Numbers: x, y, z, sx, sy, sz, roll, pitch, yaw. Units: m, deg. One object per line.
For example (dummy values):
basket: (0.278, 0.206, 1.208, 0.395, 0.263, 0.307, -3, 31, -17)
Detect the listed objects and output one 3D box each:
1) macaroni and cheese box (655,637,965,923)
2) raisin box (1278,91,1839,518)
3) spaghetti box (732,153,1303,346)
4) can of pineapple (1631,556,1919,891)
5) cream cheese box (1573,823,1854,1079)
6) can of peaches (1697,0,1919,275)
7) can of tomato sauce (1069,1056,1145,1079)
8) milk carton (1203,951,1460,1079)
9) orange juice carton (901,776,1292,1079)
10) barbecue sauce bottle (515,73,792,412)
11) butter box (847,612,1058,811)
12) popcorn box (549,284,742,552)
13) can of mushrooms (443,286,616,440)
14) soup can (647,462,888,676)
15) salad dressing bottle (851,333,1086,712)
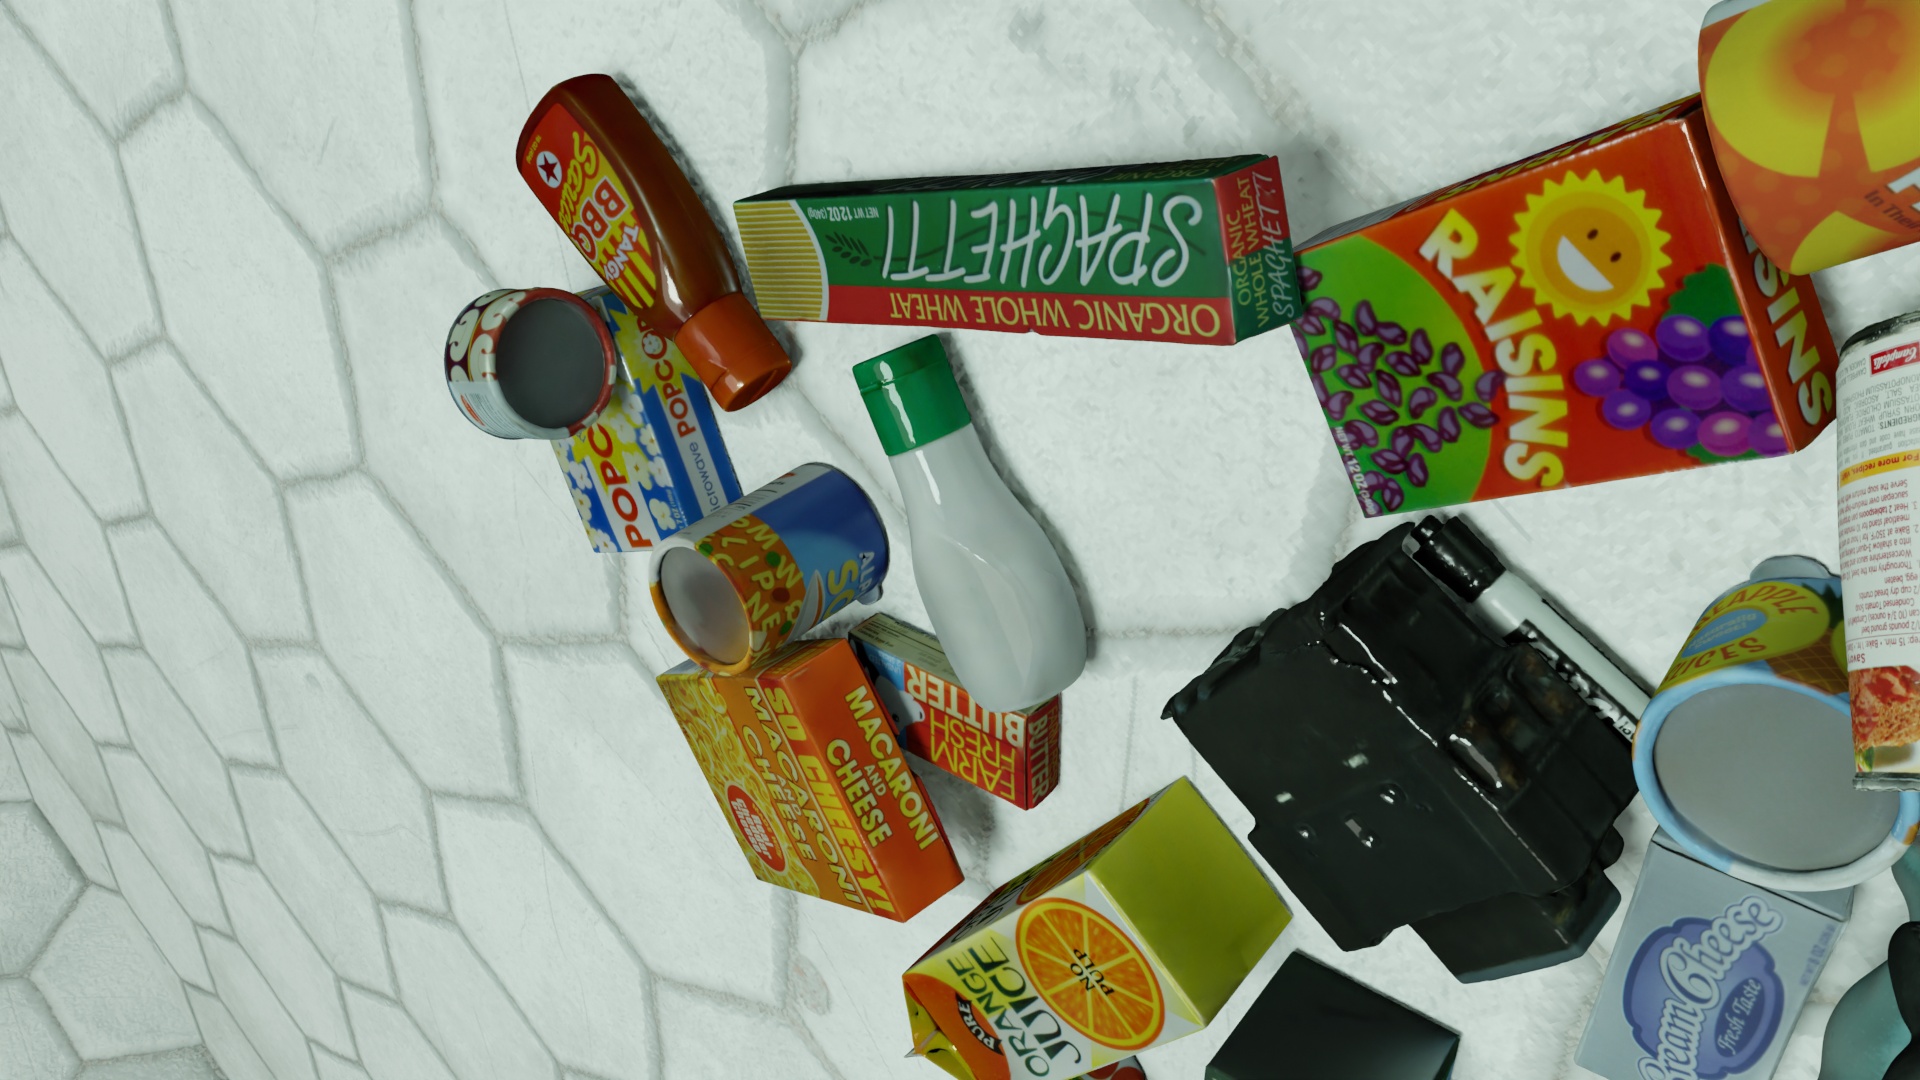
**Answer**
macaroni and cheese box: (-0.077, 0.109, 0.663, 0.166, 0.040, 0.123, -11, 107, 59)
raisin box: (0.154, -0.057, 0.372, 0.123, 0.040, 0.086, -11, 105, 54)
spaghetti box: (0.003, -0.099, 0.473, 0.250, 0.029, 0.050, 13, 123, 48)
can of pineapple: (0.220, 0.049, 0.370, 0.071, 0.058, 0.070, 22, 127, 32)
cream cheese box: (0.233, 0.137, 0.434, 0.053, 0.024, 0.103, 23, 127, 32)
can of peaches: (0.201, -0.094, 0.296, 0.058, 0.071, 0.071, -15, 103, 46)
can of tomato sauce: (0.039, 0.269, 0.644, 0.071, 0.083, 0.070, 21, 126, 32)
milk carton: (0.139, 0.269, 0.560, 0.072, 0.074, 0.189, 22, 127, 32)
orange juice carton: (0.043, 0.181, 0.597, 0.073, 0.072, 0.191, 52, 137, 6)
barbecue sauce bottle: (-0.129, -0.124, 0.597, 0.148, 0.044, 0.064, 53, 136, 4)
butter box: (-0.004, 0.074, 0.613, 0.103, 0.024, 0.052, 21, 128, 32)
popcorn box: (-0.160, -0.058, 0.667, 0.085, 0.038, 0.126, -2, 112, 43)
can of mushrooms: (-0.184, -0.078, 0.600, 0.033, 0.071, 0.070, 5, 117, 39)
soup can: (-0.081, 0.014, 0.604, 0.071, 0.084, 0.071, 21, 127, 32)
salad dressing bottle: (0.002, -0.007, 0.547, 0.064, 0.044, 0.147, -12, 104, 47)
